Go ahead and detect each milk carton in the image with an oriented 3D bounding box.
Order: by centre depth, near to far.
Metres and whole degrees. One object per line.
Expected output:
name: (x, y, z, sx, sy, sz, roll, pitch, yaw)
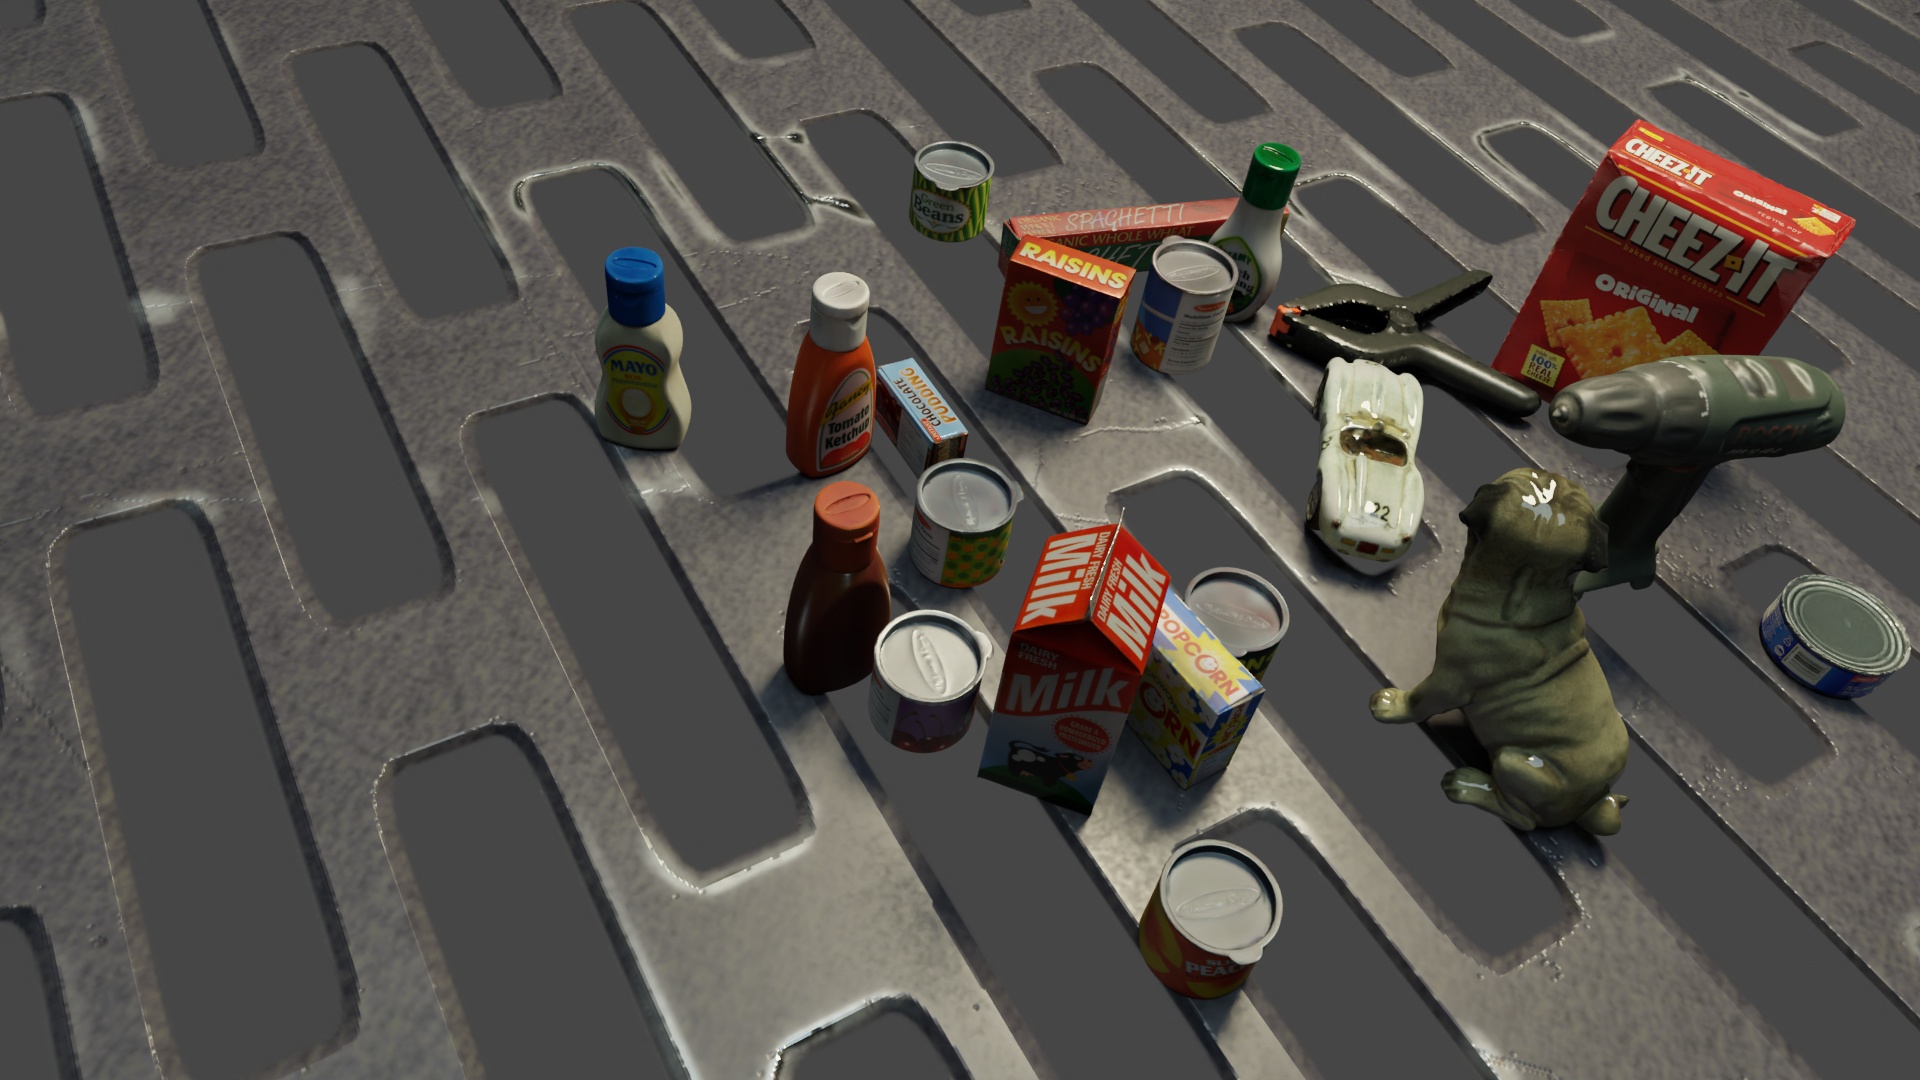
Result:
milk carton: (0.064, 0.067, 0.771, 0.073, 0.189, 0.073, 18, 49, 7)

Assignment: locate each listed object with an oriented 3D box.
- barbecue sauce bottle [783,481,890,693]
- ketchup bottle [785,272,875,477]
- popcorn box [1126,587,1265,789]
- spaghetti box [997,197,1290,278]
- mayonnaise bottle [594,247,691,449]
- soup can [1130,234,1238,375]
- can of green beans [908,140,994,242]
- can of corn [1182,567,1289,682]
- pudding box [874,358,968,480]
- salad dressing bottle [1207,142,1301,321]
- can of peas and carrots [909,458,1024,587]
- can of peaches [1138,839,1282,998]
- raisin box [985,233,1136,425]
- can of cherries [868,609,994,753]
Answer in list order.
barbecue sauce bottle: (-0.070, 0.028, 0.811, 0.065, 0.147, 0.044, -22, 56, -25)
ketchup bottle: (-0.085, -0.111, 0.930, 0.065, 0.148, 0.043, -32, 61, -31)
popcorn box: (0.119, 0.076, 0.842, 0.038, 0.084, 0.127, -24, 57, -27)
spaghetti box: (0.154, -0.251, 1.157, 0.251, 0.049, 0.029, -9, 51, -16)
mayonnaise bottle: (-0.213, -0.125, 0.923, 0.065, 0.147, 0.041, 8, 49, -2)
soup can: (0.171, -0.182, 1.077, 0.071, 0.083, 0.072, 5, 49, -5)
can of green beans: (-0.009, -0.291, 1.161, 0.071, 0.057, 0.071, 5, 49, -5)
can of corn: (0.167, 0.062, 0.879, 0.071, 0.058, 0.071, 5, 49, -5)
pudding box: (-0.030, -0.083, 0.981, 0.030, 0.049, 0.084, -20, 55, -24)
salad dressing bottle: (0.229, -0.242, 1.096, 0.064, 0.146, 0.044, 35, 53, 20)
can of peas and carrots: (0.003, -0.012, 0.917, 0.071, 0.058, 0.071, 5, 49, -5)
can of peaches: (0.134, 0.207, 0.748, 0.071, 0.057, 0.071, 5, 49, -5)
raisin box: (0.071, -0.152, 1.008, 0.086, 0.122, 0.040, 21, 49, 10)
can of cherries: (-0.018, 0.085, 0.830, 0.071, 0.058, 0.072, 5, 49, -5)
